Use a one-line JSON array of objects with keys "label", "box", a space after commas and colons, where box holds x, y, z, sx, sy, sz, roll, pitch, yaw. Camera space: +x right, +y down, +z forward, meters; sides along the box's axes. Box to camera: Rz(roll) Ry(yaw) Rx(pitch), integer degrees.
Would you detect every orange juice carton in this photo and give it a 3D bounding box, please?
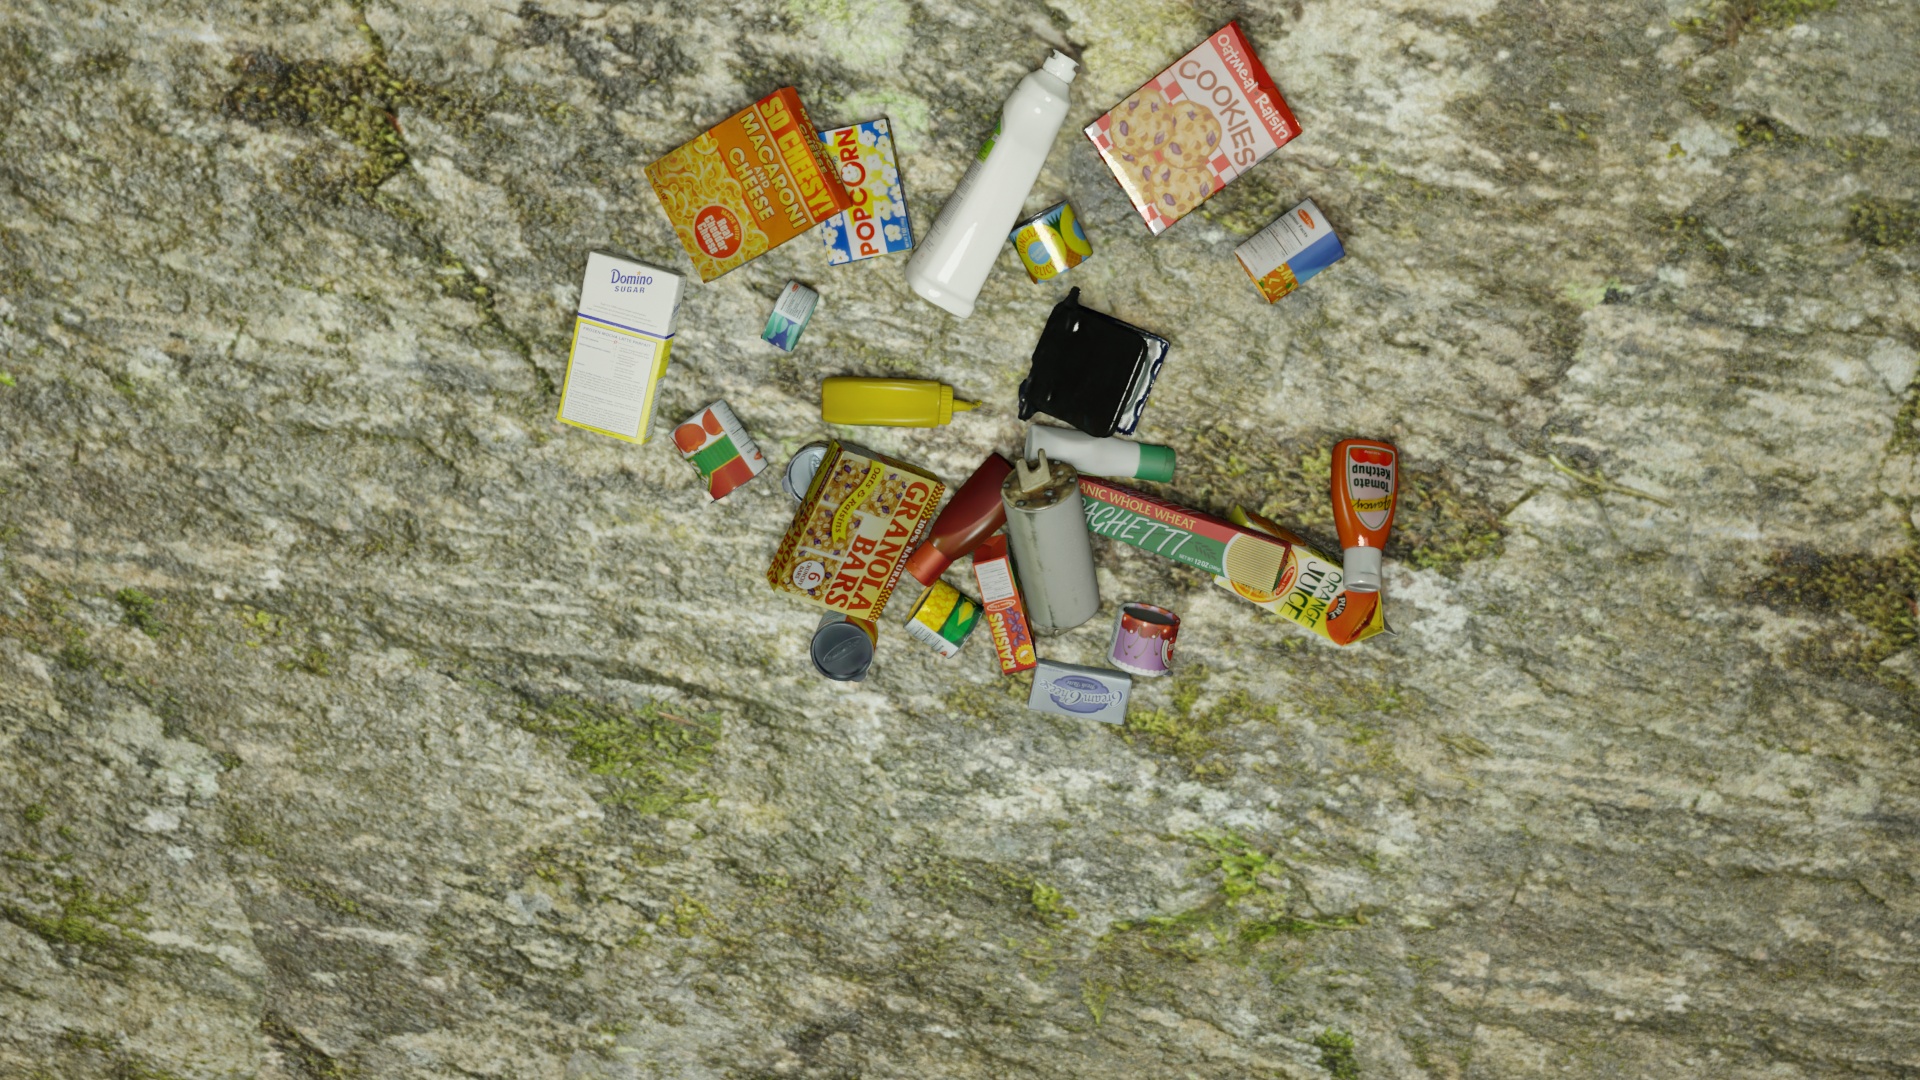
[{"label": "orange juice carton", "box": [0.353, 0.044, 1.412, 0.193, 0.072, 0.073, 26, 105, -5]}]

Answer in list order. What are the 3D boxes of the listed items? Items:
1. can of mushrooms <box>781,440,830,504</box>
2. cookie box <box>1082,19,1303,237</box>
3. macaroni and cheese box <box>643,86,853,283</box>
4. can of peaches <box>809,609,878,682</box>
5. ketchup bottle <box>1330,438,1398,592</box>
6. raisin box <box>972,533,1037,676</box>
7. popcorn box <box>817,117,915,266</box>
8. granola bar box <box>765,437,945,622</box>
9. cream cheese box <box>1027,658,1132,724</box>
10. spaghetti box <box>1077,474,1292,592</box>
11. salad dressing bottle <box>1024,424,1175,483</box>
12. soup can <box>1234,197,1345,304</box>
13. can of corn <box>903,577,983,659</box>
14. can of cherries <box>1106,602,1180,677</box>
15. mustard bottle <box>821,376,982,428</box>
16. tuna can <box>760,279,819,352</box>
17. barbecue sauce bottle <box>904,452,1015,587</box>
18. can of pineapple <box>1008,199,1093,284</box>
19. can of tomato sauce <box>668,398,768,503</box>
[{"label": "can of mushrooms", "box": [-0.146, -0.067, 1.419, 0.071, 0.033, 0.070, 0, 106, 2]}, {"label": "cookie box", "box": [0.219, -0.387, 1.313, 0.167, 0.040, 0.123, -34, 102, 11]}, {"label": "macaroni and cheese box", "box": [-0.201, -0.336, 1.319, 0.166, 0.040, 0.123, -22, 103, 25]}, {"label": "can of peaches", "box": [-0.120, 0.109, 1.455, 0.071, 0.058, 0.071, 0, 106, 1]}, {"label": "ketchup bottle", "box": [0.397, -0.024, 1.369, 0.065, 0.043, 0.149, 8, 72, -6]}, {"label": "raisin box", "box": [0.045, 0.064, 1.422, 0.040, 0.086, 0.123, -15, 105, 5]}, {"label": "popcorn box", "box": [-0.098, -0.336, 1.340, 0.085, 0.038, 0.126, -10, 105, 6]}, {"label": "granola bar box", "box": [-0.106, -0.009, 1.407, 0.124, 0.039, 0.165, 18, 108, -31]}, {"label": "cream cheese box", "box": [0.127, 0.160, 1.477, 0.104, 0.024, 0.053, 10, 106, -1]}, {"label": "spaghetti box", "box": [0.200, -0.013, 1.378, 0.250, 0.029, 0.050, 20, 108, 20]}, {"label": "salad dressing bottle", "box": [0.140, -0.085, 1.392, 0.148, 0.064, 0.044, 7, 101, -8]}, {"label": "soup can", "box": [0.315, -0.275, 1.329, 0.083, 0.071, 0.071, -34, 102, 12]}, {"label": "can of corn", "box": [-0.017, 0.078, 1.440, 0.058, 0.071, 0.071, 35, 104, -7]}, {"label": "can of cherries", "box": [0.192, 0.103, 1.437, 0.071, 0.072, 0.058, 11, 105, -1]}, {"label": "mustard bottle", "box": [-0.058, -0.136, 1.382, 0.160, 0.065, 0.048, 3, 102, -3]}, {"label": "tuna can", "box": [-0.168, -0.218, 1.363, 0.033, 0.071, 0.071, 27, 105, -6]}, {"label": "barbecue sauce bottle", "box": [0.005, -0.018, 1.405, 0.148, 0.065, 0.043, -47, 133, 7]}, {"label": "can of pineapple", "box": [0.086, -0.285, 1.331, 0.071, 0.071, 0.057, -27, 103, 9]}, {"label": "can of tomato sauce", "box": [-0.245, -0.091, 1.399, 0.071, 0.071, 0.083, -31, 102, 10]}]
